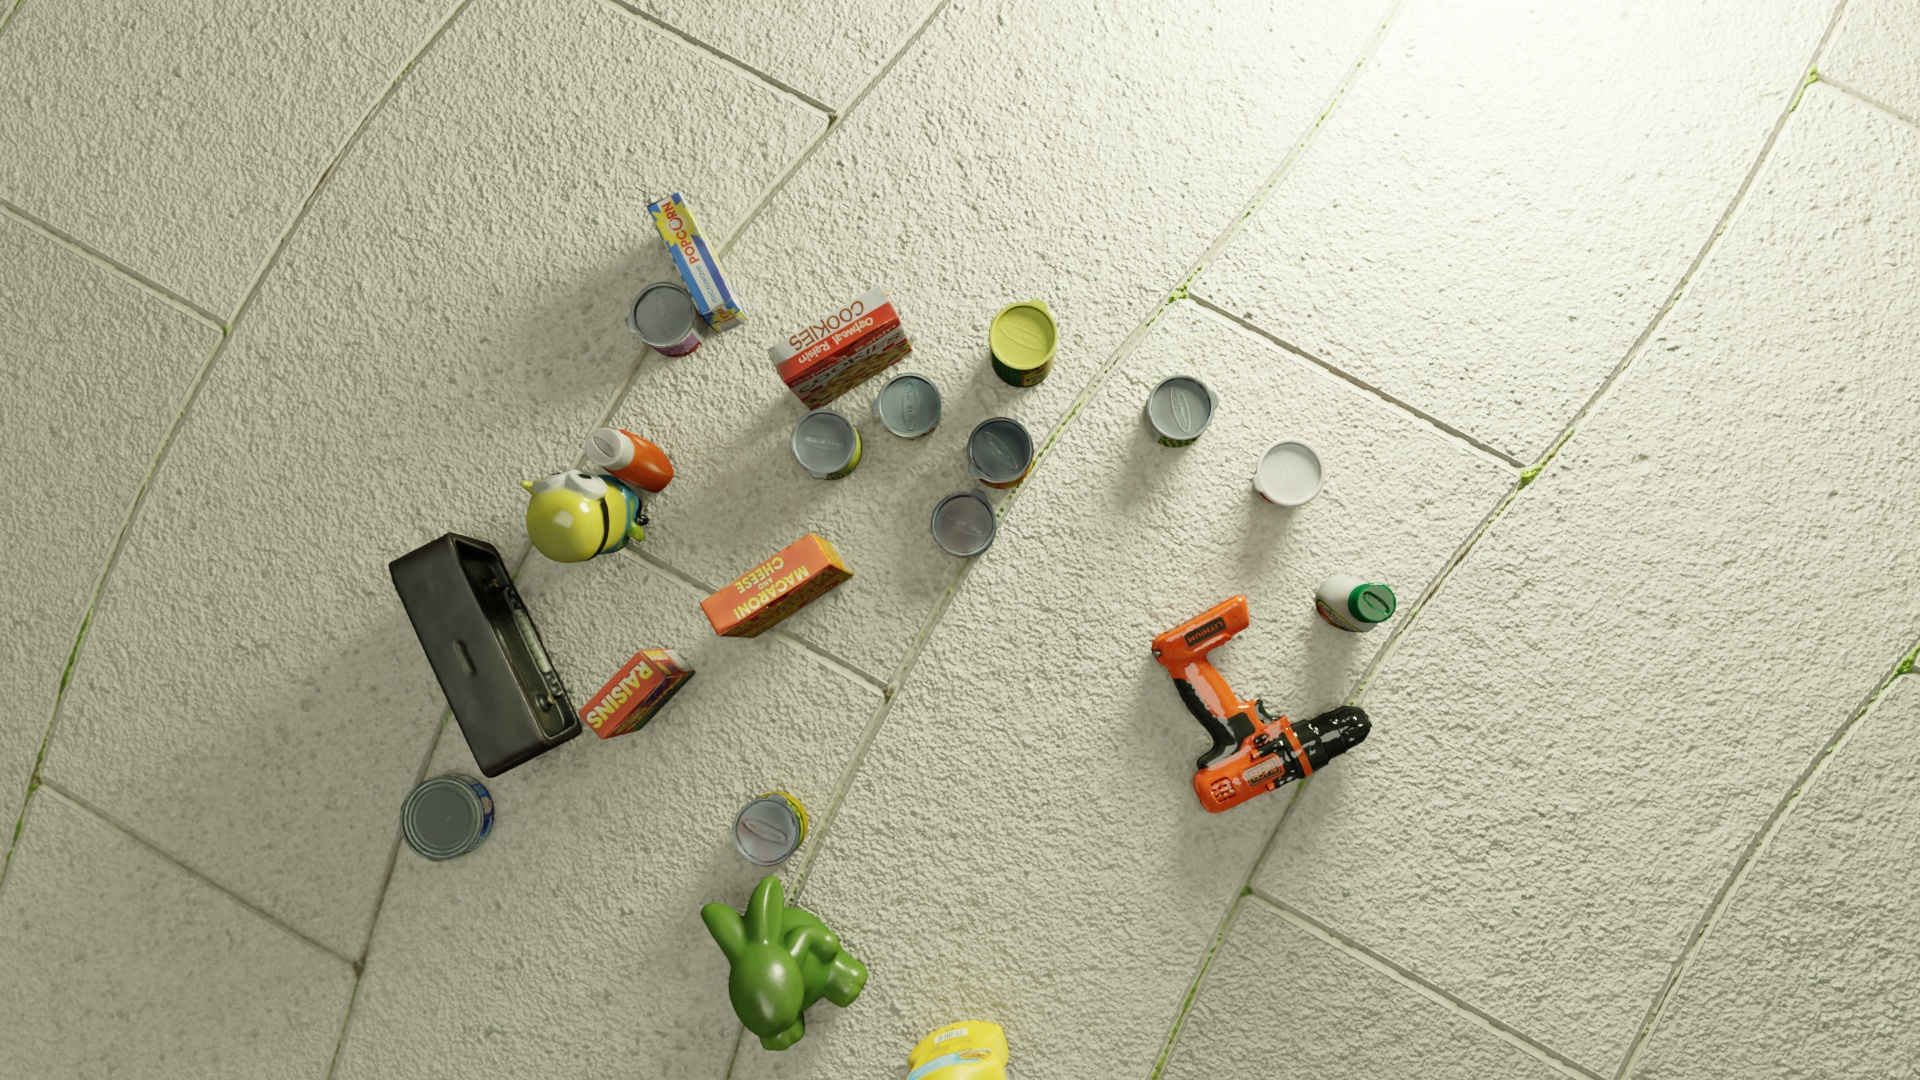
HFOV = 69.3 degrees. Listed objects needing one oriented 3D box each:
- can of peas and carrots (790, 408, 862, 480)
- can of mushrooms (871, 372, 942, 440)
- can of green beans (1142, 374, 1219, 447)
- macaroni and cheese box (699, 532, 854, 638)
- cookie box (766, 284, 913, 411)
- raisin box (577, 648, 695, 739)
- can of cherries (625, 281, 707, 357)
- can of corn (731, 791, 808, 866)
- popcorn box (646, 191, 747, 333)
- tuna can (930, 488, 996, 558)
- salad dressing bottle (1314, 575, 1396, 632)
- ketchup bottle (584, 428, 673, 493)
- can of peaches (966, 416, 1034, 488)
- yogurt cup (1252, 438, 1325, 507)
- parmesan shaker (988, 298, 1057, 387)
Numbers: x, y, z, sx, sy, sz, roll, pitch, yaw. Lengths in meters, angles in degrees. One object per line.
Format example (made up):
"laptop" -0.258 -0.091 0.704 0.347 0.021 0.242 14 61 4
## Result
"can of peas and carrots" -0.134 -0.093 1.399 0.071 0.058 0.071 0 86 3
"can of mushrooms" -0.054 -0.136 1.412 0.071 0.033 0.071 0 85 3
"can of green beans" 0.217 -0.128 1.387 0.071 0.058 0.071 0 86 3
"macaroni and cheese box" -0.172 0.046 1.335 0.124 0.166 0.040 -33 85 0
"cookie box" -0.113 -0.183 1.351 0.123 0.167 0.040 -31 85 0
"raisin box" -0.314 0.148 1.355 0.086 0.123 0.040 -45 85 -1
"can of cherries" -0.299 -0.224 1.418 0.071 0.058 0.071 0 86 3
"can of corn" -0.186 0.281 1.371 0.071 0.058 0.071 0 86 3
"popcorn box" -0.265 -0.280 1.407 0.038 0.085 0.127 -27 85 1
"tuna can" 0.005 -0.018 1.400 0.071 0.033 0.071 0 85 3
"salad dressing bottle" 0.377 0.060 1.319 0.064 0.147 0.044 39 89 5
"ketchup bottle" -0.327 -0.083 1.362 0.065 0.148 0.043 44 89 5
"can of peaches" 0.038 -0.086 1.391 0.071 0.058 0.071 0 86 3
"yogurt cup" 0.323 -0.065 1.379 0.072 0.054 0.072 0 86 3
"parmesan shaker" 0.064 -0.194 1.377 0.071 0.103 0.071 0 86 3
